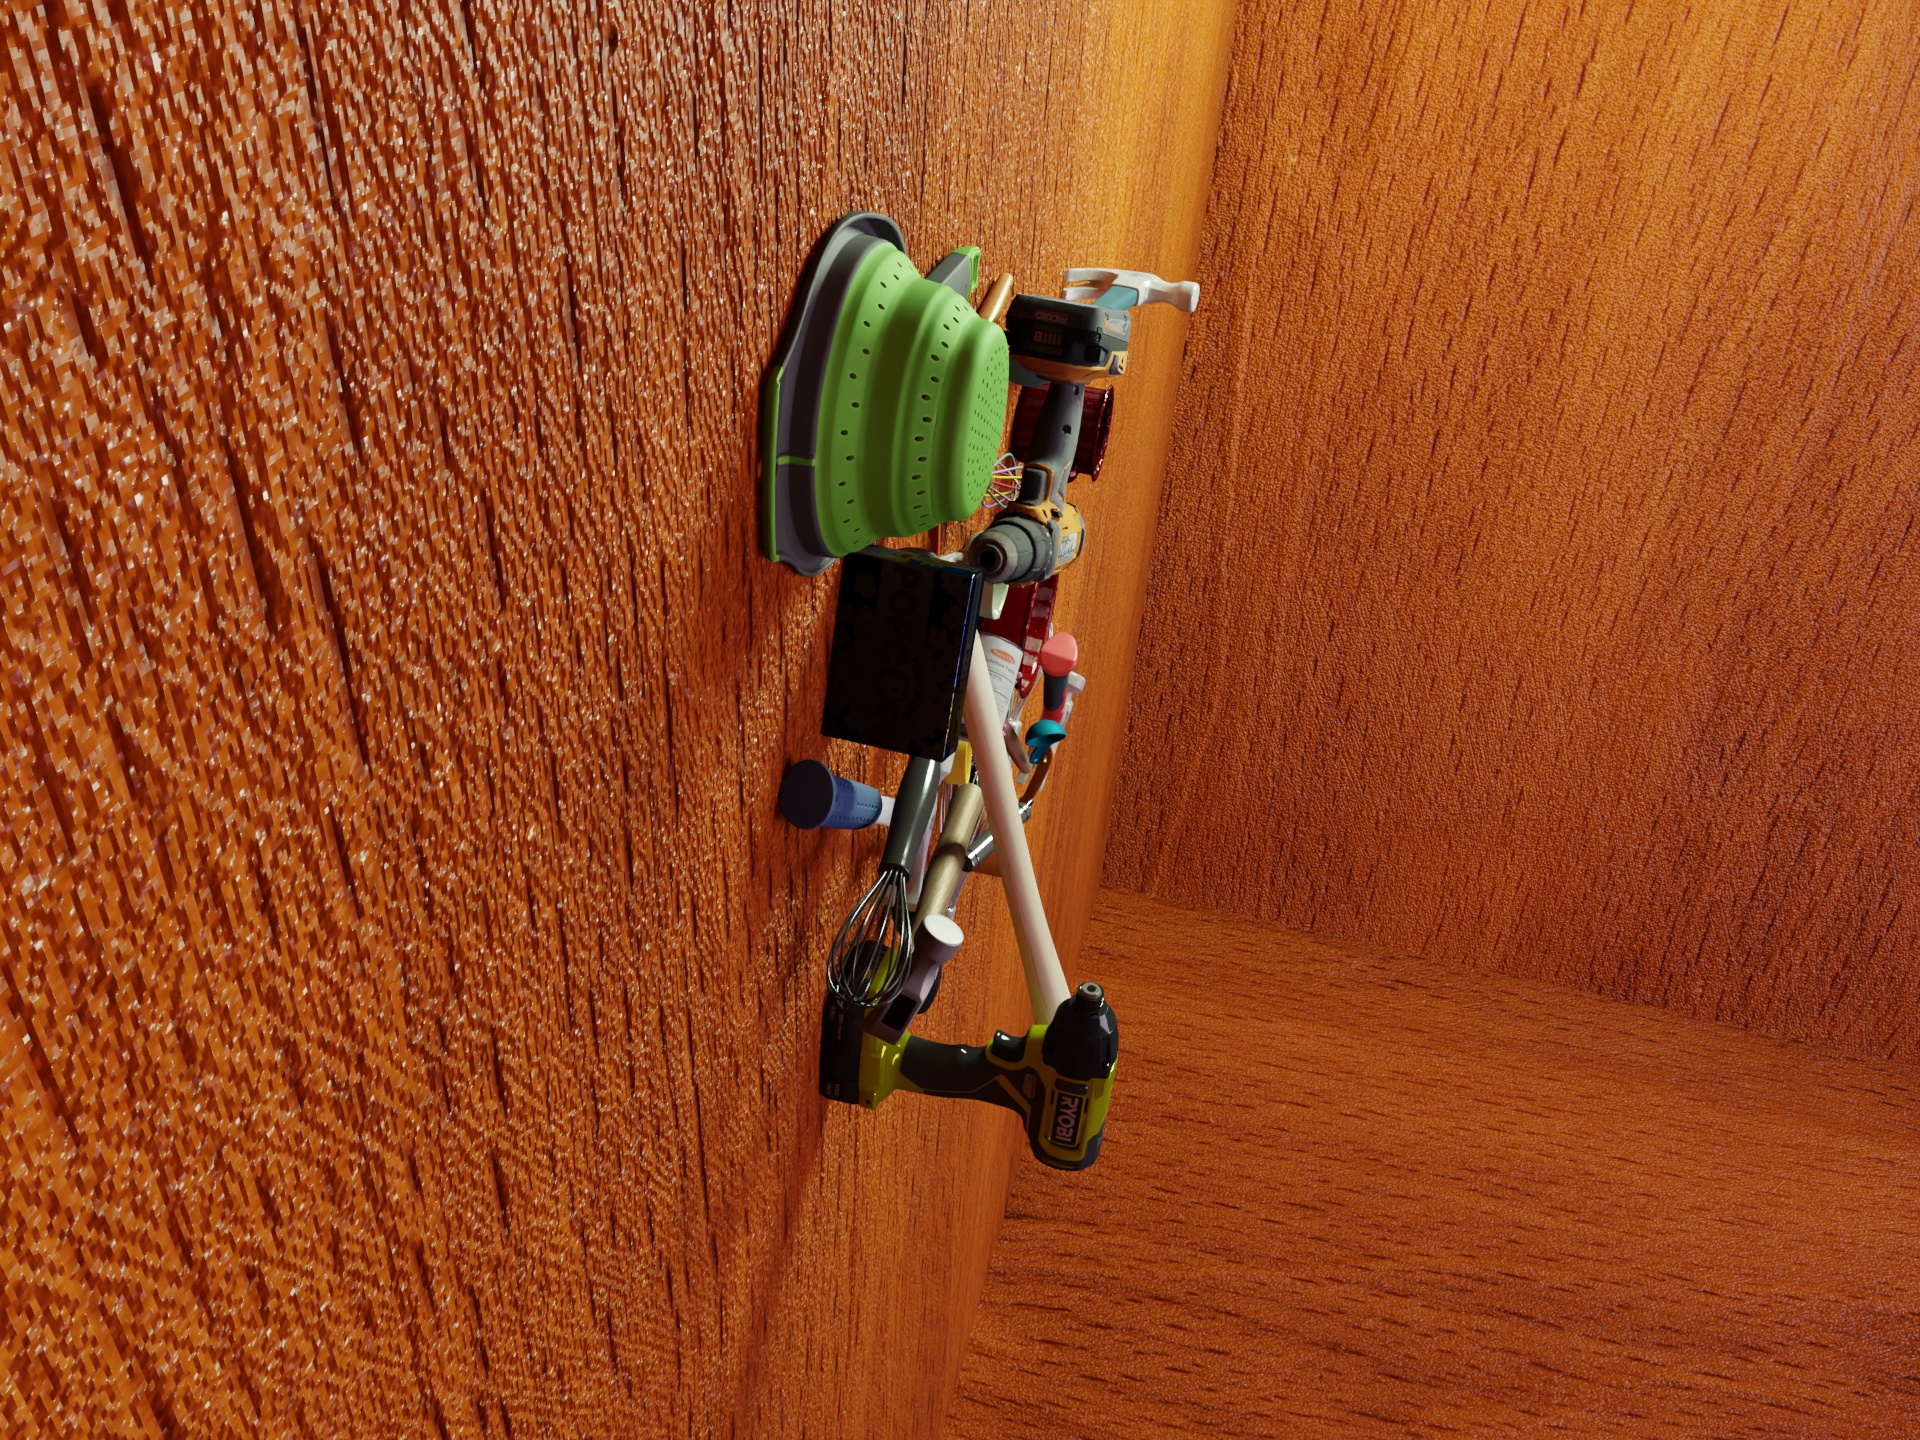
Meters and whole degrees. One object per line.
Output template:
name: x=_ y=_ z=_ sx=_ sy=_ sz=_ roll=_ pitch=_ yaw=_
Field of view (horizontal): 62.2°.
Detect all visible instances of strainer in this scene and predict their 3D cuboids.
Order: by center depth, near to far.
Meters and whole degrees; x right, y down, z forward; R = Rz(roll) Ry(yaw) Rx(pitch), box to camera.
strainer: x=0.000 y=0.130 z=1.427 sx=0.258 sy=0.050 sz=0.086 roll=-37 pitch=150 yaw=-48

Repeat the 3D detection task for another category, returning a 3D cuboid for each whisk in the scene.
whisk: x=-0.044 y=0.101 z=1.072 sx=0.239 sy=0.055 sz=0.055 roll=-75 pitch=171 yaw=-46
whisk: x=0.025 y=-0.203 z=1.327 sx=0.245 sy=0.047 sz=0.051 roll=-19 pitch=122 yaw=-75
whisk: x=-0.009 y=0.155 z=1.528 sx=0.070 sy=0.070 sz=0.284 roll=-43 pitch=149 yaw=-73
whisk: x=0.057 y=-0.006 z=1.748 sx=0.057 sy=0.059 sz=0.246 roll=0 pitch=109 yaw=-43

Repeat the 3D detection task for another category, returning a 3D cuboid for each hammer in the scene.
hammer: x=-0.063 y=0.070 z=1.160 sx=0.405 sy=0.035 sz=0.144 roll=32 pitch=70 yaw=-80
hammer: x=-0.019 y=0.133 z=1.210 sx=0.130 sy=0.031 sz=0.331 roll=-60 pitch=-176 yaw=23
hammer: x=0.031 y=0.072 z=1.245 sx=0.146 sy=0.038 sz=0.410 roll=-44 pitch=121 yaw=-74
hammer: x=0.120 y=-0.375 z=1.503 sx=0.331 sy=0.128 sz=0.033 roll=-49 pitch=149 yaw=-53
hammer: x=0.094 y=-0.014 z=1.664 sx=0.386 sy=0.038 sz=0.143 roll=70 pitch=41 yaw=-81

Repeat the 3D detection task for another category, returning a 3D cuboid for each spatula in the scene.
spatula: x=0.006 y=-0.244 z=1.165 sx=0.081 sy=0.041 sz=0.323 roll=91 pitch=13 yaw=-45

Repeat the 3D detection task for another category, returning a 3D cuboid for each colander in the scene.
colander: x=-0.008 y=-0.215 z=0.957 sx=0.397 sy=0.094 sz=0.204 roll=-64 pitch=163 yaw=-55

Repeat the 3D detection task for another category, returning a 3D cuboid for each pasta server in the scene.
pasta server: x=0.052 y=0.014 z=1.587 sx=0.316 sy=0.040 sz=0.060 roll=58 pitch=47 yaw=-72

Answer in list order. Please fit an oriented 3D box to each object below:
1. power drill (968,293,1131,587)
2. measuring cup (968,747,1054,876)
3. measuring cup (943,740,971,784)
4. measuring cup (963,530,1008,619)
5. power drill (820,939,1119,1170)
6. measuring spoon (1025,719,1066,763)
power drill: x=0.063 y=-0.215 z=1.254 sx=0.185 sy=0.084 sz=0.226 roll=-32 pitch=135 yaw=-66
measuring cup: x=0.038 y=0.081 z=1.560 sx=0.095 sy=0.052 sz=0.173 roll=-97 pitch=-155 yaw=-43
measuring cup: x=-0.002 y=-0.005 z=1.483 sx=0.062 sy=0.029 sz=0.157 roll=88 pitch=5 yaw=-45
measuring cup: x=0.030 y=-0.152 z=1.432 sx=0.168 sy=0.038 sz=0.083 roll=-67 pitch=166 yaw=-56
power drill: x=0.010 y=0.253 z=1.239 sx=0.080 sy=0.223 sz=0.171 roll=-64 pitch=163 yaw=-56
measuring spoon: x=0.082 y=0.022 z=1.629 sx=0.128 sy=0.042 sz=0.021 roll=99 pitch=-20 yaw=-75
